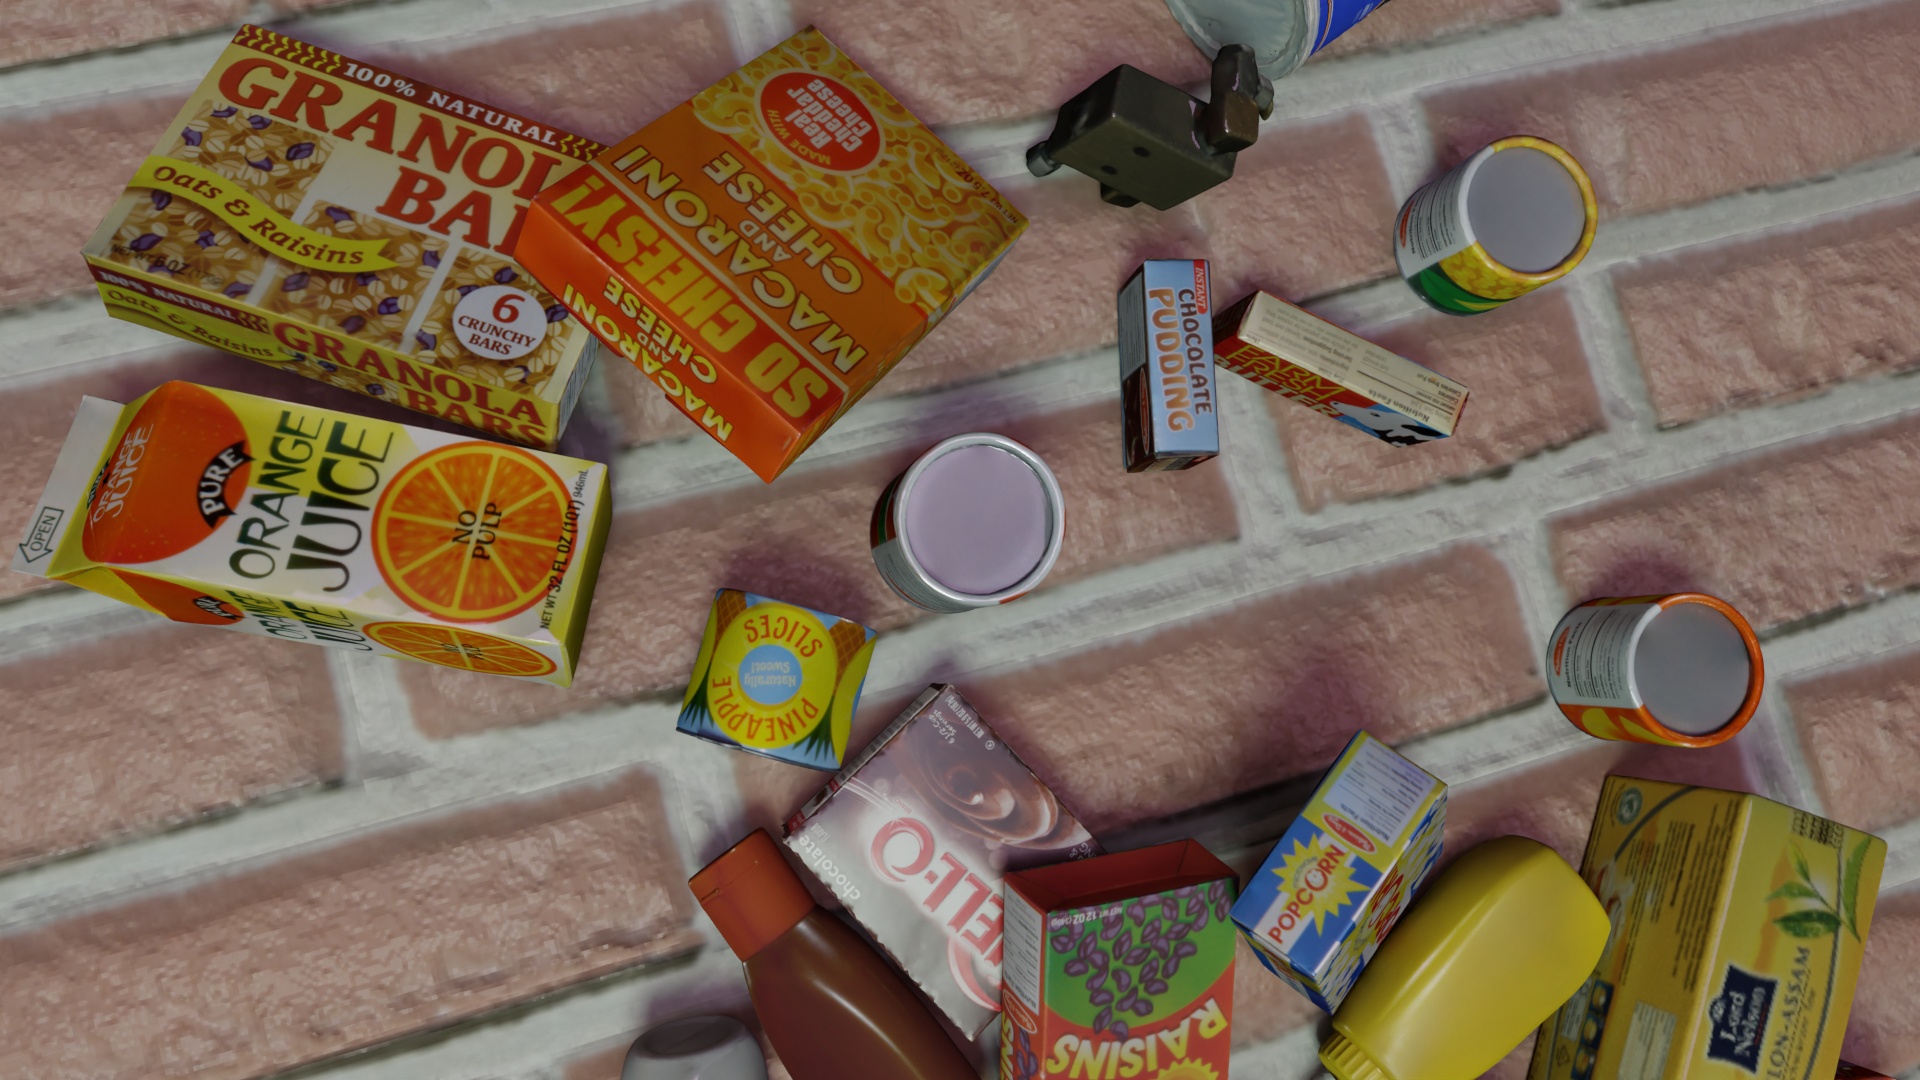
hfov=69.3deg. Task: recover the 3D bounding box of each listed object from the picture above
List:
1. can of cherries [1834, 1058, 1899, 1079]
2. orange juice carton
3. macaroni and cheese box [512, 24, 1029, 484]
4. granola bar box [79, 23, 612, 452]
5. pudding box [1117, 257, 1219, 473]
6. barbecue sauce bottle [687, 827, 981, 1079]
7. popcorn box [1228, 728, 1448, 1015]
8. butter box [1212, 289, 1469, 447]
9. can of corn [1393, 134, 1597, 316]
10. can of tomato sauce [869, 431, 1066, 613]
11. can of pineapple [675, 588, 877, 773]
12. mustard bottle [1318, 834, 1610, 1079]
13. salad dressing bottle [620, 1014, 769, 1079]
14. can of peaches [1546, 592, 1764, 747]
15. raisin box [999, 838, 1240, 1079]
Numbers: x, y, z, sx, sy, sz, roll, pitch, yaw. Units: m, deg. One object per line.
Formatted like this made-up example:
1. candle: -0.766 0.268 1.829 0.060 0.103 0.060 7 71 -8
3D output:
1. can of cherries: 0.373 0.257 0.600 0.071 0.058 0.071 1 85 -10
2. orange juice carton: -0.232 -0.003 0.509 0.193 0.072 0.072 11 70 -9
3. macaroni and cheese box: -0.065 -0.114 0.532 0.124 0.040 0.167 41 50 -1
4. granola bar box: -0.212 -0.115 0.526 0.165 0.039 0.125 18 59 -8
5. pudding box: 0.087 -0.072 0.588 0.030 0.049 0.083 -1 84 -8
6. barbecue sauce bottle: -0.049 0.182 0.538 0.064 0.044 0.148 -39 86 32
7. popcorn box: 0.150 0.133 0.542 0.038 0.126 0.085 34 80 28
8. butter box: 0.159 -0.073 0.599 0.103 0.053 0.024 23 85 -6
9. can of corn: 0.238 -0.138 0.615 0.071 0.058 0.071 1 85 -9
10. can of tomato sauce: 0.002 -0.007 0.550 0.071 0.083 0.071 1 85 -9
11. can of pineapple: -0.071 0.054 0.539 0.071 0.071 0.058 16 82 -8
12. mustard bottle: 0.197 0.194 0.581 0.160 0.049 0.065 -39 97 -10
13. salad dressing bottle: -0.095 0.259 0.523 0.044 0.064 0.147 -5 92 29
14. can of peaches: 0.305 0.056 0.608 0.071 0.058 0.071 1 84 -9
15. raisin box: 0.060 0.185 0.539 0.086 0.040 0.123 -5 103 -24
